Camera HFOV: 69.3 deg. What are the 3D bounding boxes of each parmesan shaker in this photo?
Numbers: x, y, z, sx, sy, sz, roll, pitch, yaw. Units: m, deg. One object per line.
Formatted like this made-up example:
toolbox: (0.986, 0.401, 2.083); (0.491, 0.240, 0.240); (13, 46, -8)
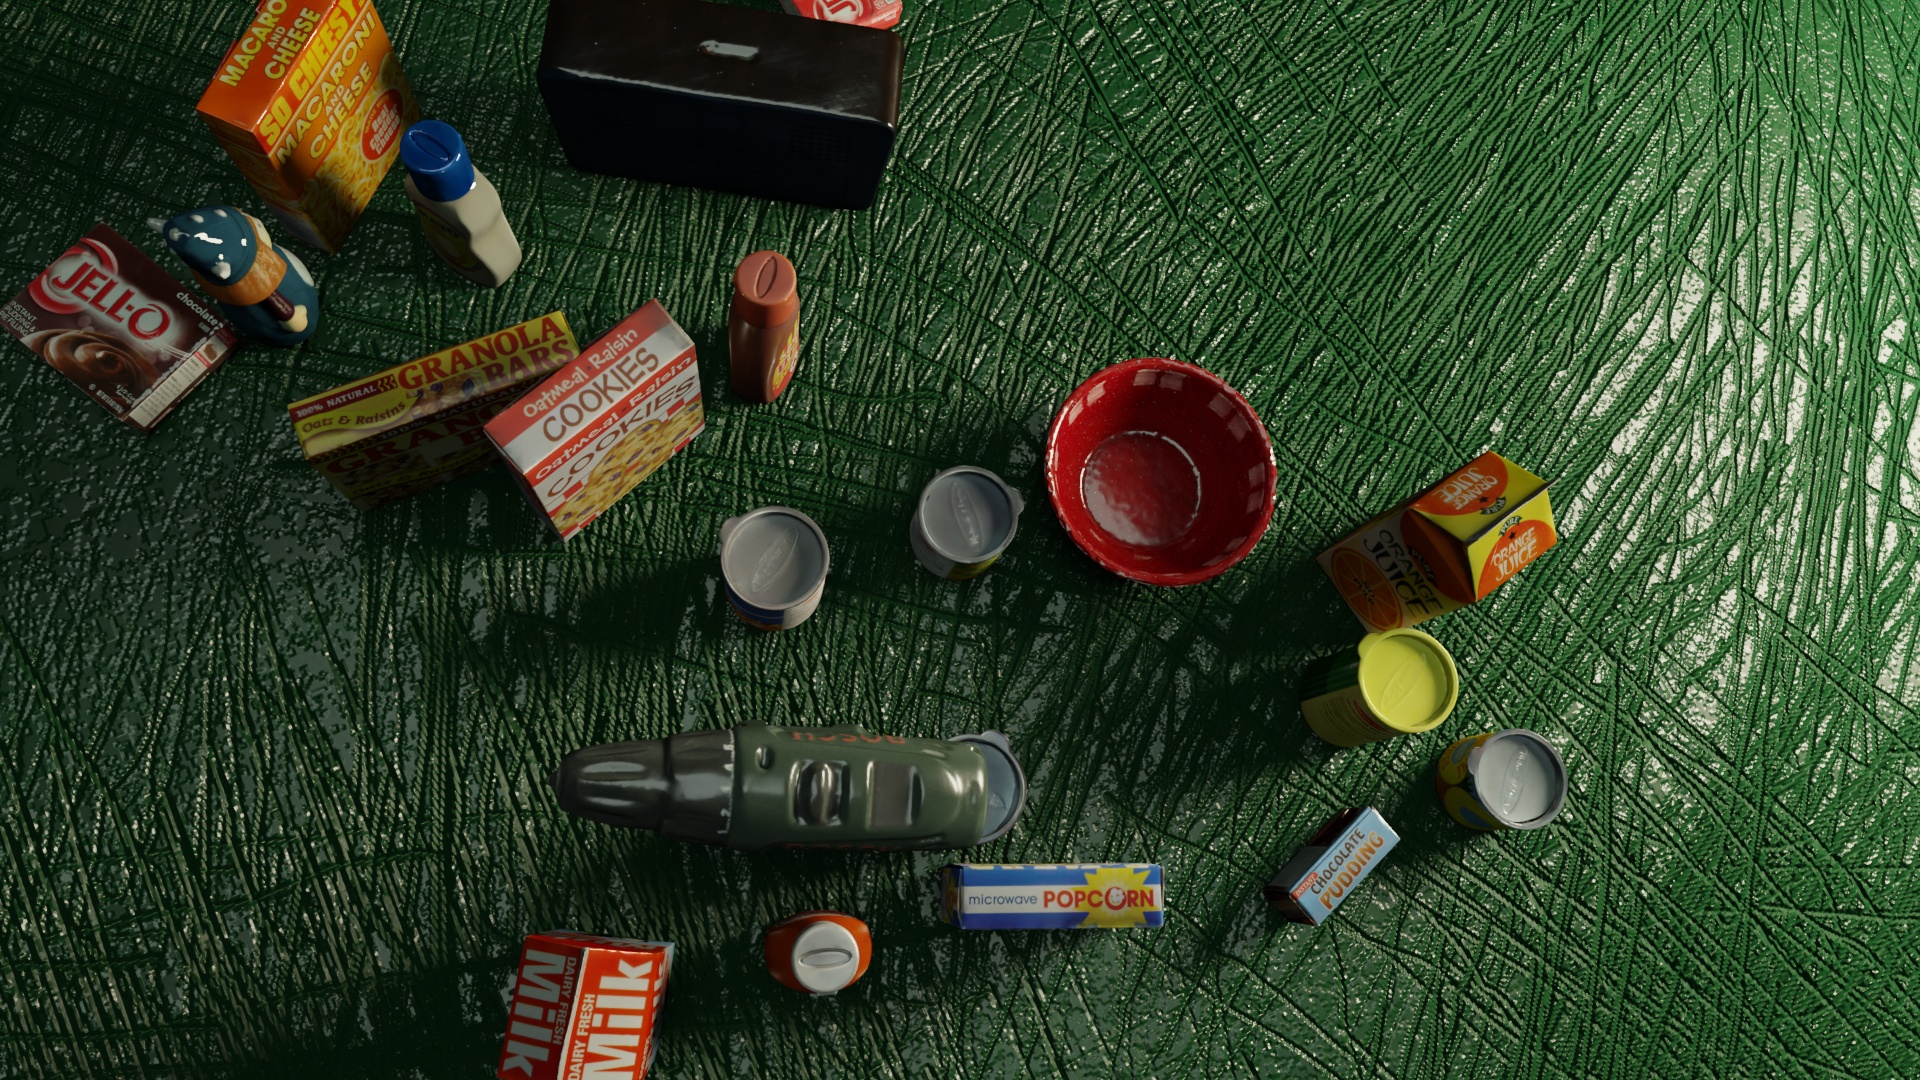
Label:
parmesan shaker: (0.272, 0.097, 0.920); (0.071, 0.103, 0.071); (2, 76, -8)

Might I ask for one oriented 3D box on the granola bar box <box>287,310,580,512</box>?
granola bar box: (-0.314, -0.079, 0.867); (0.166, 0.124, 0.039); (-23, 81, -13)

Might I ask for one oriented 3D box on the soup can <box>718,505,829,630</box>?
soup can: (-0.122, 0.018, 0.892); (0.071, 0.083, 0.071); (2, 76, -8)

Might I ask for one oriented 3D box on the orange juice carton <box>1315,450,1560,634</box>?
orange juice carton: (0.313, 0.003, 0.903); (0.072, 0.192, 0.073); (-32, 83, -14)

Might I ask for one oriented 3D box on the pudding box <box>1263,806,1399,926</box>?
pudding box: (0.244, 0.214, 0.915); (0.084, 0.049, 0.030); (-41, 85, -15)

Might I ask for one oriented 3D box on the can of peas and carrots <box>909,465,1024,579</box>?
can of peas and carrots: (0.003, -0.012, 0.931); (0.071, 0.058, 0.071); (2, 76, -8)

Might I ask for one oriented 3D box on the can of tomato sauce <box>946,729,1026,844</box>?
can of tomato sauce: (0.002, 0.157, 0.876); (0.071, 0.083, 0.071); (2, 76, -8)

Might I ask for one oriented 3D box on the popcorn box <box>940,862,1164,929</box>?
popcorn box: (0.055, 0.221, 0.867); (0.127, 0.085, 0.038); (2, 77, -8)

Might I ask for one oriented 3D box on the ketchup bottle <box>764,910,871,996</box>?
ketchup bottle: (-0.081, 0.240, 0.809); (0.065, 0.148, 0.043); (-3, 77, -9)

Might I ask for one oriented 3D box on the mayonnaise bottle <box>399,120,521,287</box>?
mayonnaise bottle: (-0.322, -0.215, 0.887); (0.065, 0.147, 0.041); (33, 75, 1)

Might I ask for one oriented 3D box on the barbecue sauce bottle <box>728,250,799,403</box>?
barbecue sauce bottle: (-0.127, -0.140, 0.897); (0.044, 0.148, 0.065); (19, 75, -3)

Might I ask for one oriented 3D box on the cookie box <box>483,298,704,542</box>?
cookie box: (-0.220, -0.070, 0.856); (0.123, 0.167, 0.040); (-42, 86, -15)

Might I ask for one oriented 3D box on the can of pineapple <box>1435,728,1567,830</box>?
can of pineapple: (0.364, 0.162, 0.941); (0.071, 0.057, 0.071); (2, 76, -8)

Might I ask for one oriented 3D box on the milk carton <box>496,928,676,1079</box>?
milk carton: (-0.203, 0.256, 0.766); (0.073, 0.190, 0.072); (9, 76, -6)

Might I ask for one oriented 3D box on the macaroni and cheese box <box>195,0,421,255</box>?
macaroni and cheese box: (-0.407, -0.272, 0.880); (0.040, 0.166, 0.124); (24, 75, -2)
